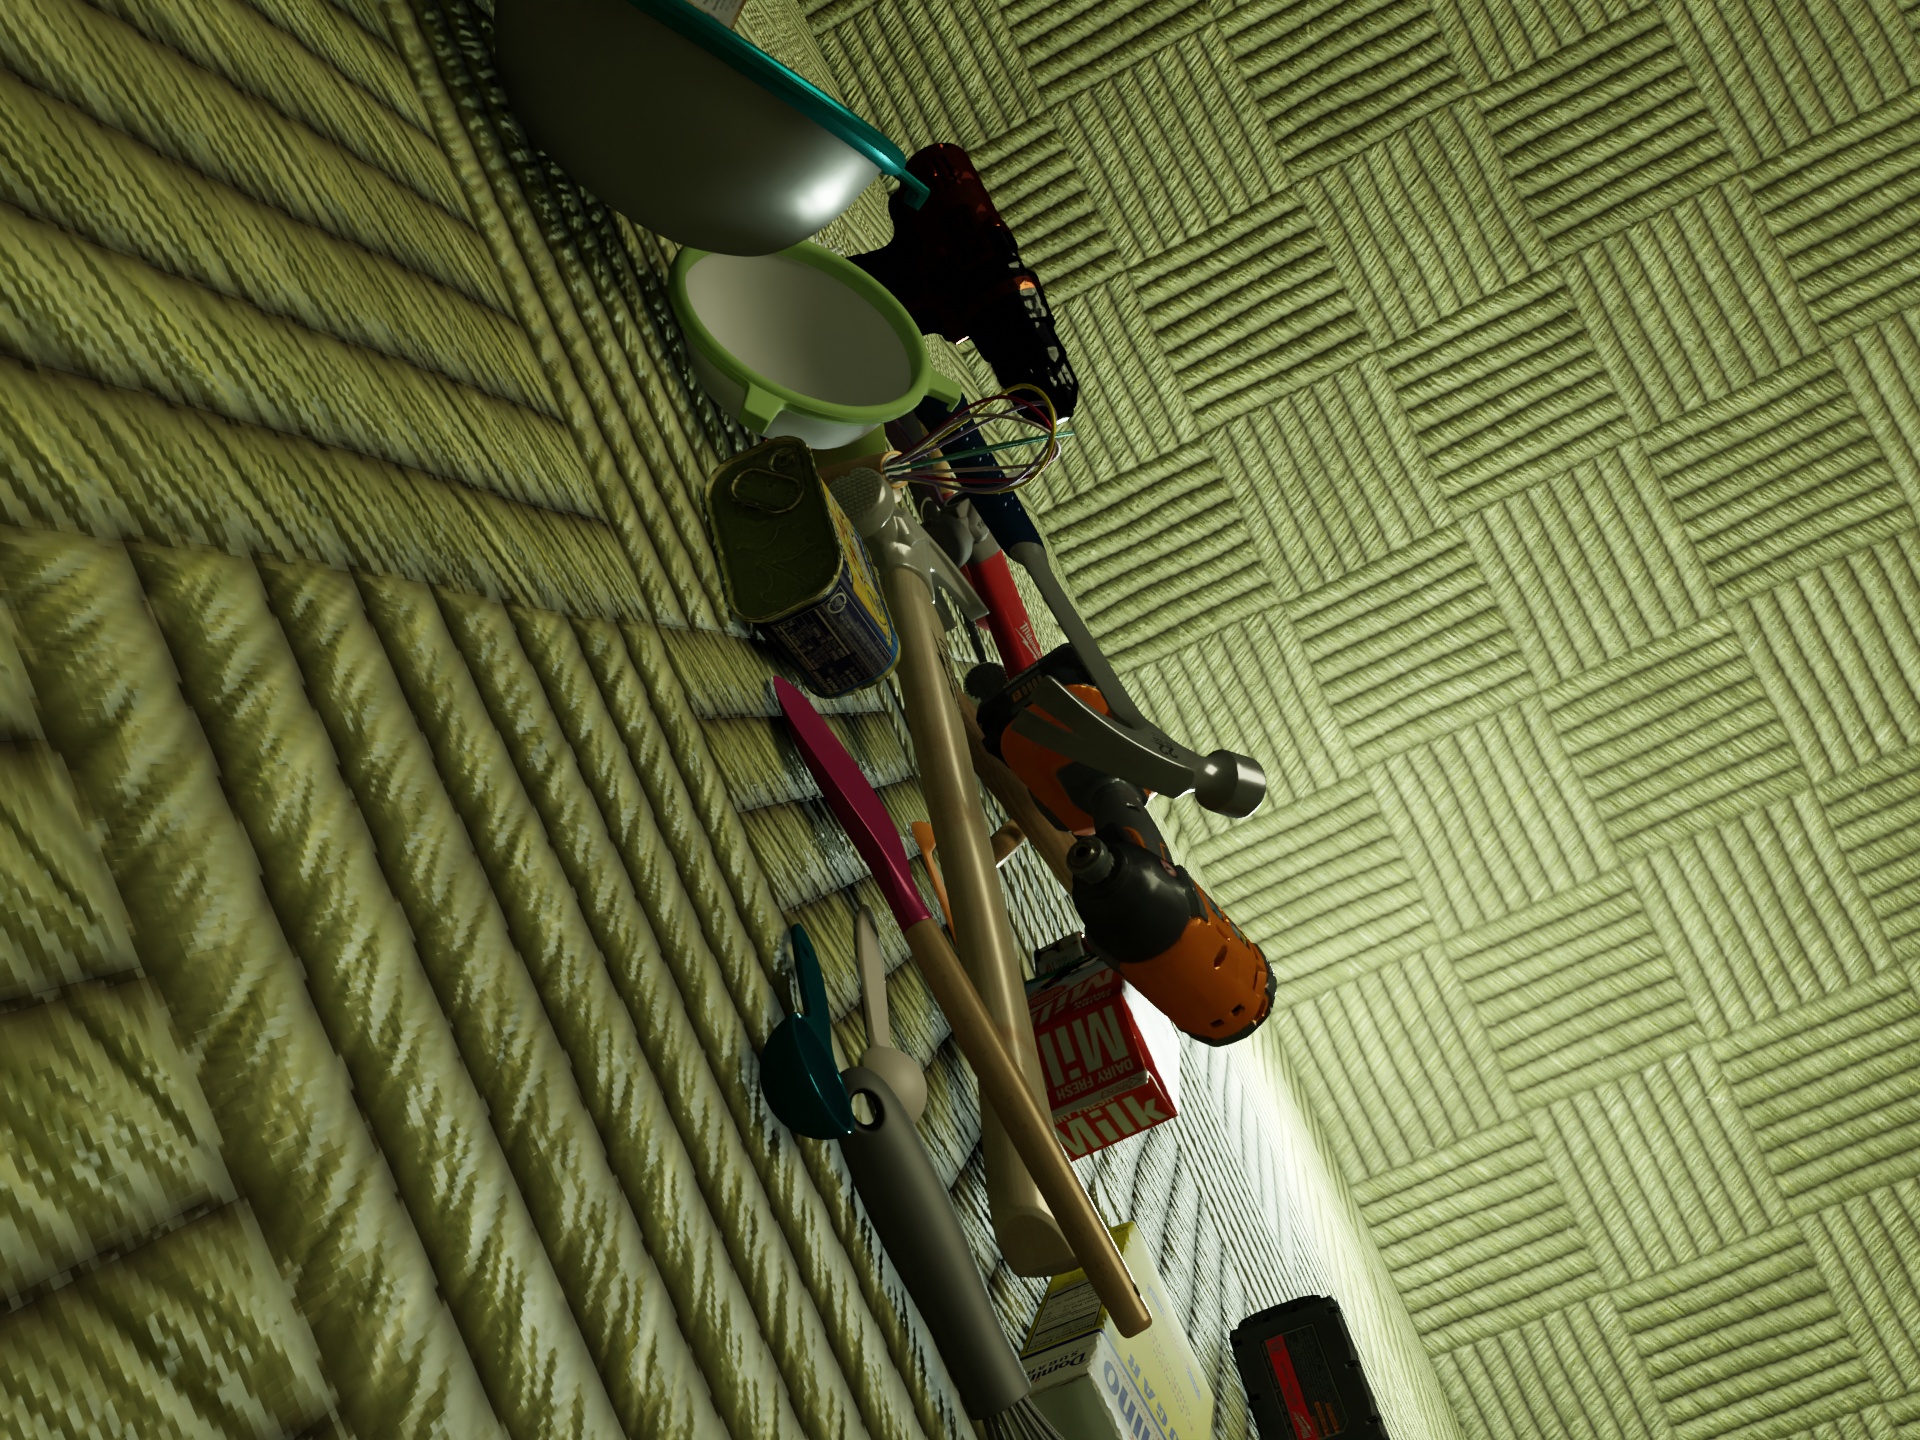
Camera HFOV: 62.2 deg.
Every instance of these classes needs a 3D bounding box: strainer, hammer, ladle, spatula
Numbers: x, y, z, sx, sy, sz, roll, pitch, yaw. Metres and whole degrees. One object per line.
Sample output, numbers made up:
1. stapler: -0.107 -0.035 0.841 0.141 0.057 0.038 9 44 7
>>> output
1. strainer: -0.126 -0.237 0.892 0.151 0.069 0.256 -17 62 -42
2. hammer: -0.014 -0.147 1.277 0.149 0.036 0.409 65 7 -59
3. hammer: 0.006 0.067 0.791 0.146 0.038 0.411 45 27 -53
4. hammer: 0.074 0.015 1.129 0.143 0.038 0.386 -45 119 -53
5. hammer: 0.040 -0.095 0.940 0.144 0.035 0.406 18 29 -32
6. ladle: -0.019 -0.226 1.399 0.069 0.031 0.315 -114 -171 -80
7. spatula: -0.071 -0.245 1.179 0.316 0.018 0.059 59 -2 46
8. ladle: -0.062 -0.187 1.140 0.078 0.062 0.320 64 7 2
9. hammer: -0.002 -0.003 0.990 0.331 0.031 0.130 52 14 -34
10. strainer: -0.157 -0.277 0.695 0.211 0.095 0.340 34 14 11

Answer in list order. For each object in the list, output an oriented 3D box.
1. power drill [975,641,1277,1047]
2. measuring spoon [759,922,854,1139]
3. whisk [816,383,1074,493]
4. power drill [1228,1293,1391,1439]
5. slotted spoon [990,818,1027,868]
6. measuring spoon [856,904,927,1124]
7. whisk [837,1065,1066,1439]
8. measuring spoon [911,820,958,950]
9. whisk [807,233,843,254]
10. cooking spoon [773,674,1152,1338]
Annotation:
1. power drill: 0.084 0.058 0.887 0.164 0.084 0.227 45 15 -39
2. measuring spoon: -0.058 0.103 0.545 0.042 0.021 0.129 62 1 -19
3. whisk: -0.022 -0.144 0.872 0.245 0.051 0.047 1 -64 55
4. power drill: 0.262 0.499 1.099 0.219 0.078 0.143 59 11 -45
5. slotted spoon: 0.038 0.074 1.105 0.070 0.031 0.314 65 11 0
6. measuring spoon: -0.028 0.115 0.649 0.034 0.018 0.124 58 11 -34
7. whisk: 0.016 0.225 0.531 0.239 0.055 0.055 63 9 9
8. measuring spoon: 0.000 0.106 0.849 0.117 0.011 0.021 67 10 14
9. whisk: -0.129 -0.343 1.208 0.246 0.058 0.059 -79 171 -68
10. cooking spoon: -0.006 0.109 0.674 0.319 0.017 0.068 59 8 23
